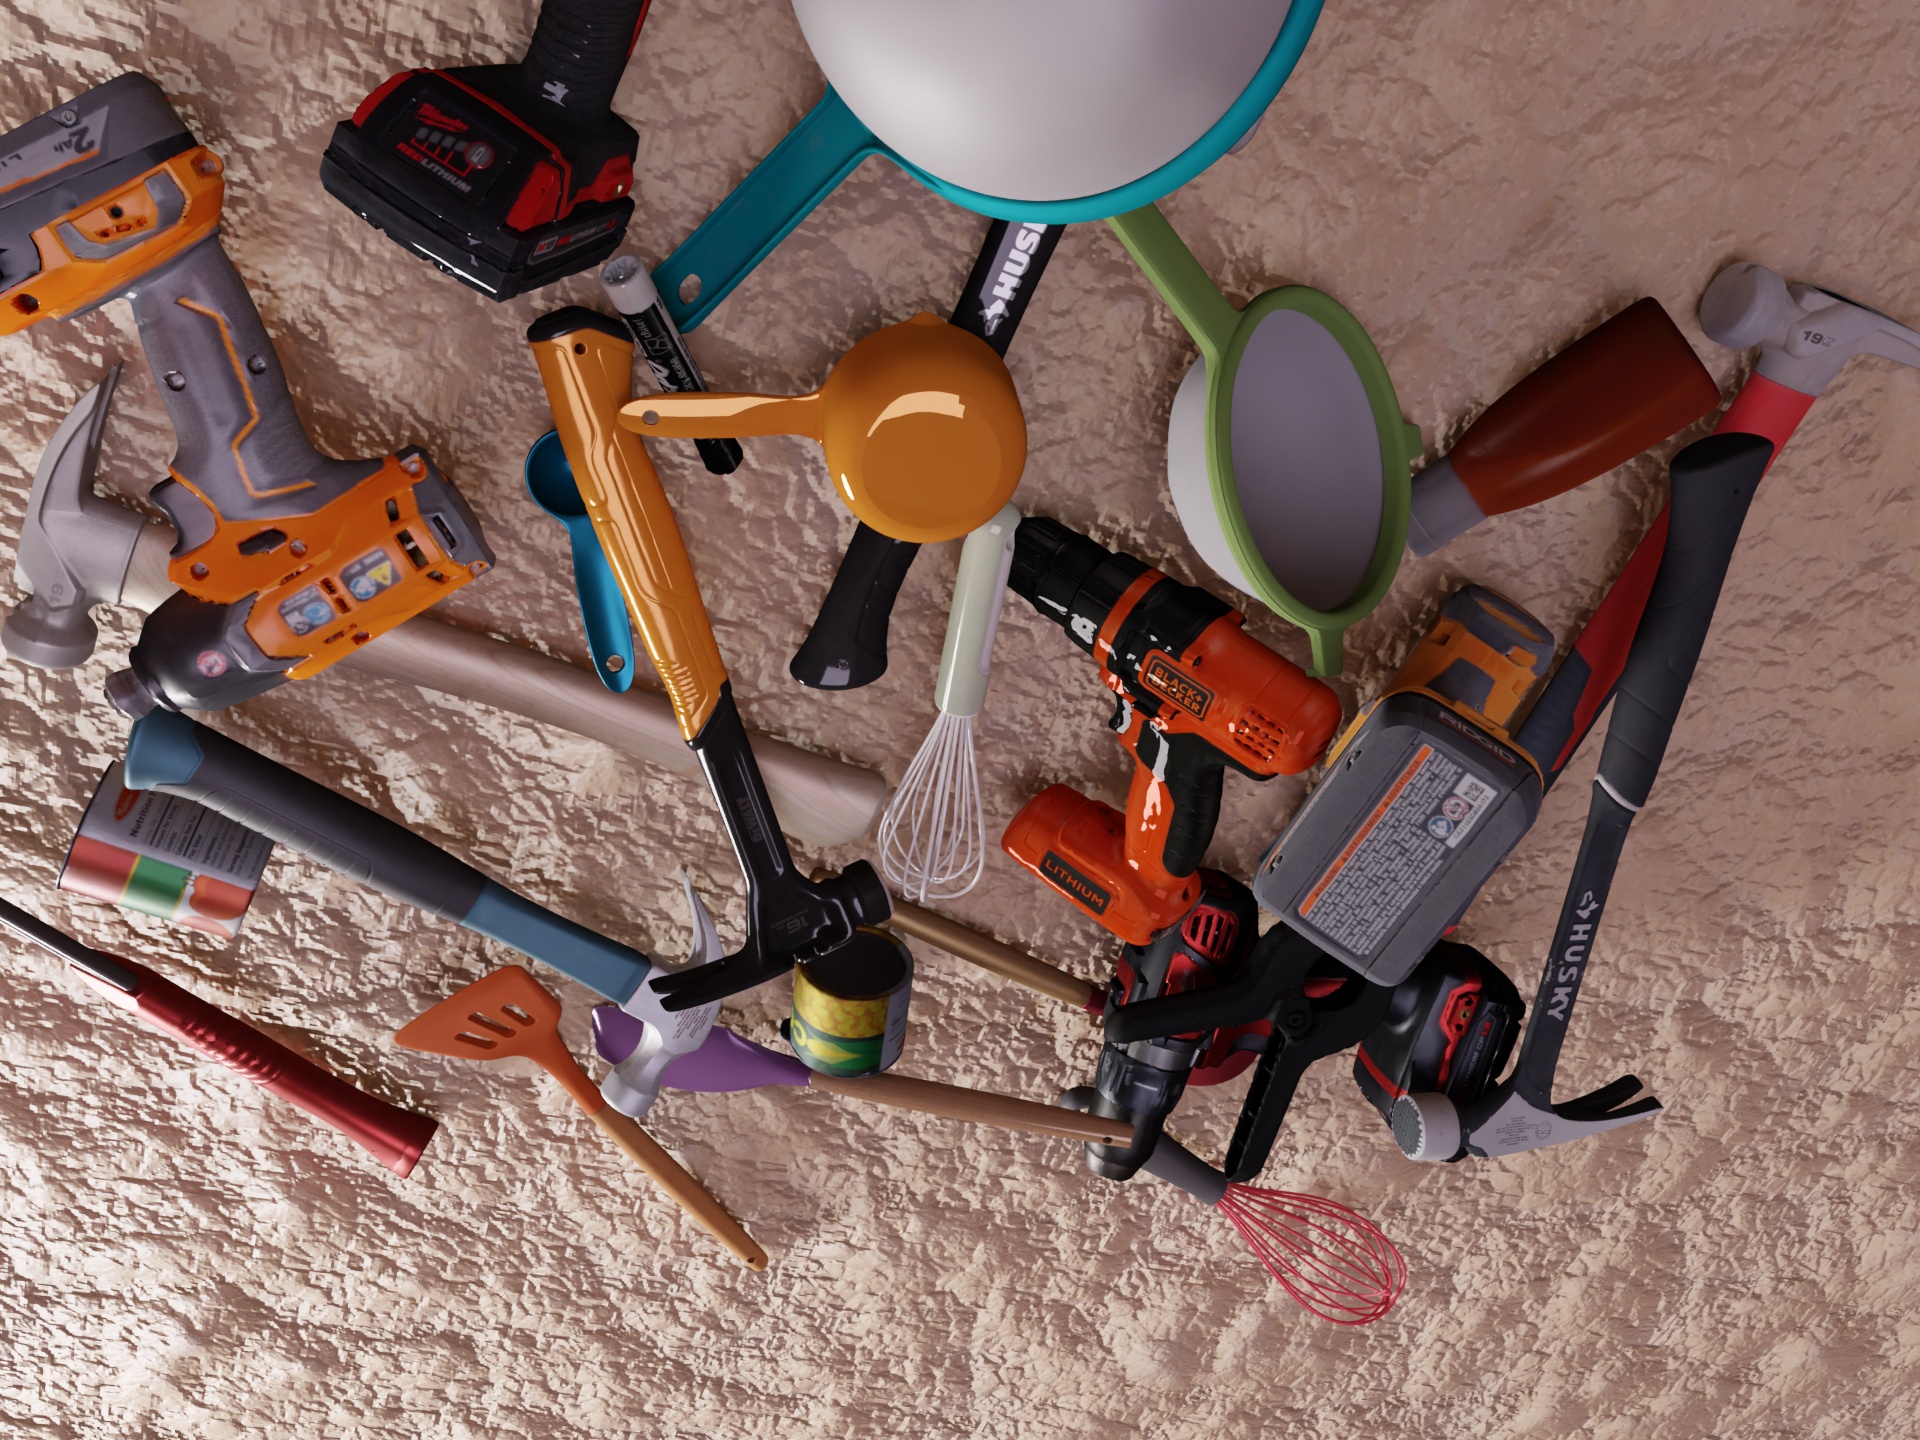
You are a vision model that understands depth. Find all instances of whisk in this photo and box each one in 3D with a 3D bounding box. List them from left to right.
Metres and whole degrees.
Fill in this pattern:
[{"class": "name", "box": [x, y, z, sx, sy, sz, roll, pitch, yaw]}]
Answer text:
[{"class": "whisk", "box": [-0.001, -0.003, 0.784, 0.059, 0.058, 0.246, 18, 128, 9]}, {"class": "whisk", "box": [0.180, 0.312, 1.033, 0.295, 0.073, 0.073, 35, 113, -19]}]

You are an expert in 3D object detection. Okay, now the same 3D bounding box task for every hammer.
[{"class": "hammer", "box": [-0.418, 0.149, 0.832, 0.149, 0.037, 0.358, 2, 146, 40]}, {"class": "hammer", "box": [-0.258, 0.085, 0.797, 0.330, 0.033, 0.128, 34, 91, -30]}, {"class": "hammer", "box": [-0.222, -0.030, 0.760, 0.410, 0.038, 0.146, 20, 118, -20]}, {"class": "hammer", "box": [-0.133, -0.022, 0.737, 0.127, 0.034, 0.336, -24, 116, -17]}, {"class": "hammer", "box": [-0.006, -0.152, 0.707, 0.146, 0.035, 0.334, 17, 120, -19]}, {"class": "hammer", "box": [0.335, 0.055, 0.809, 0.149, 0.036, 0.408, 1, 115, -14]}, {"class": "hammer", "box": [0.353, -0.037, 0.830, 0.143, 0.038, 0.386, 13, 121, -18]}]

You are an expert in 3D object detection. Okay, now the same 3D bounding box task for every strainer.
[{"class": "strainer", "box": [-0.030, -0.243, 0.565, 0.340, 0.095, 0.211, -34, 90, 32]}, {"class": "strainer", "box": [0.103, -0.143, 0.683, 0.069, 0.151, 0.256, -5, 140, 46]}]

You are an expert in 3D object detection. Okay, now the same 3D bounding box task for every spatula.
[{"class": "spatula", "box": [-0.203, 0.249, 0.946, 0.081, 0.041, 0.322, -31, 124, 4]}, {"class": "spatula", "box": [-0.059, 0.207, 0.901, 0.316, 0.018, 0.059, 8, 124, 9]}]

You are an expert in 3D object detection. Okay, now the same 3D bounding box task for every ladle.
[{"class": "ladle", "box": [0.052, 0.149, 0.923, 0.315, 0.031, 0.069, 26, 111, -21]}]

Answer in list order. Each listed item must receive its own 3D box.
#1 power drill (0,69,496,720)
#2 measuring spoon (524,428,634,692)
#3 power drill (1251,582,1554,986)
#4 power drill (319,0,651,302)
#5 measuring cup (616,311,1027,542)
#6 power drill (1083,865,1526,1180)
[{"class": "power drill", "box": [-0.314, -0.114, 0.629, 0.164, 0.084, 0.226, -34, 117, -10]}, {"class": "measuring spoon", "box": [-0.171, -0.074, 0.734, 0.042, 0.021, 0.128, -16, 116, -19]}, {"class": "power drill", "box": [0.205, 0.041, 0.761, 0.084, 0.226, 0.185, 34, 117, 8]}, {"class": "power drill", "box": [-0.132, -0.264, 0.549, 0.078, 0.143, 0.219, 33, 117, -3]}, {"class": "measuring cup", "box": [-0.056, -0.118, 0.668, 0.173, 0.052, 0.095, -1, 125, -10]}, {"class": "power drill", "box": [0.187, 0.191, 0.915, 0.226, 0.080, 0.188, 14, 103, -14]}]
